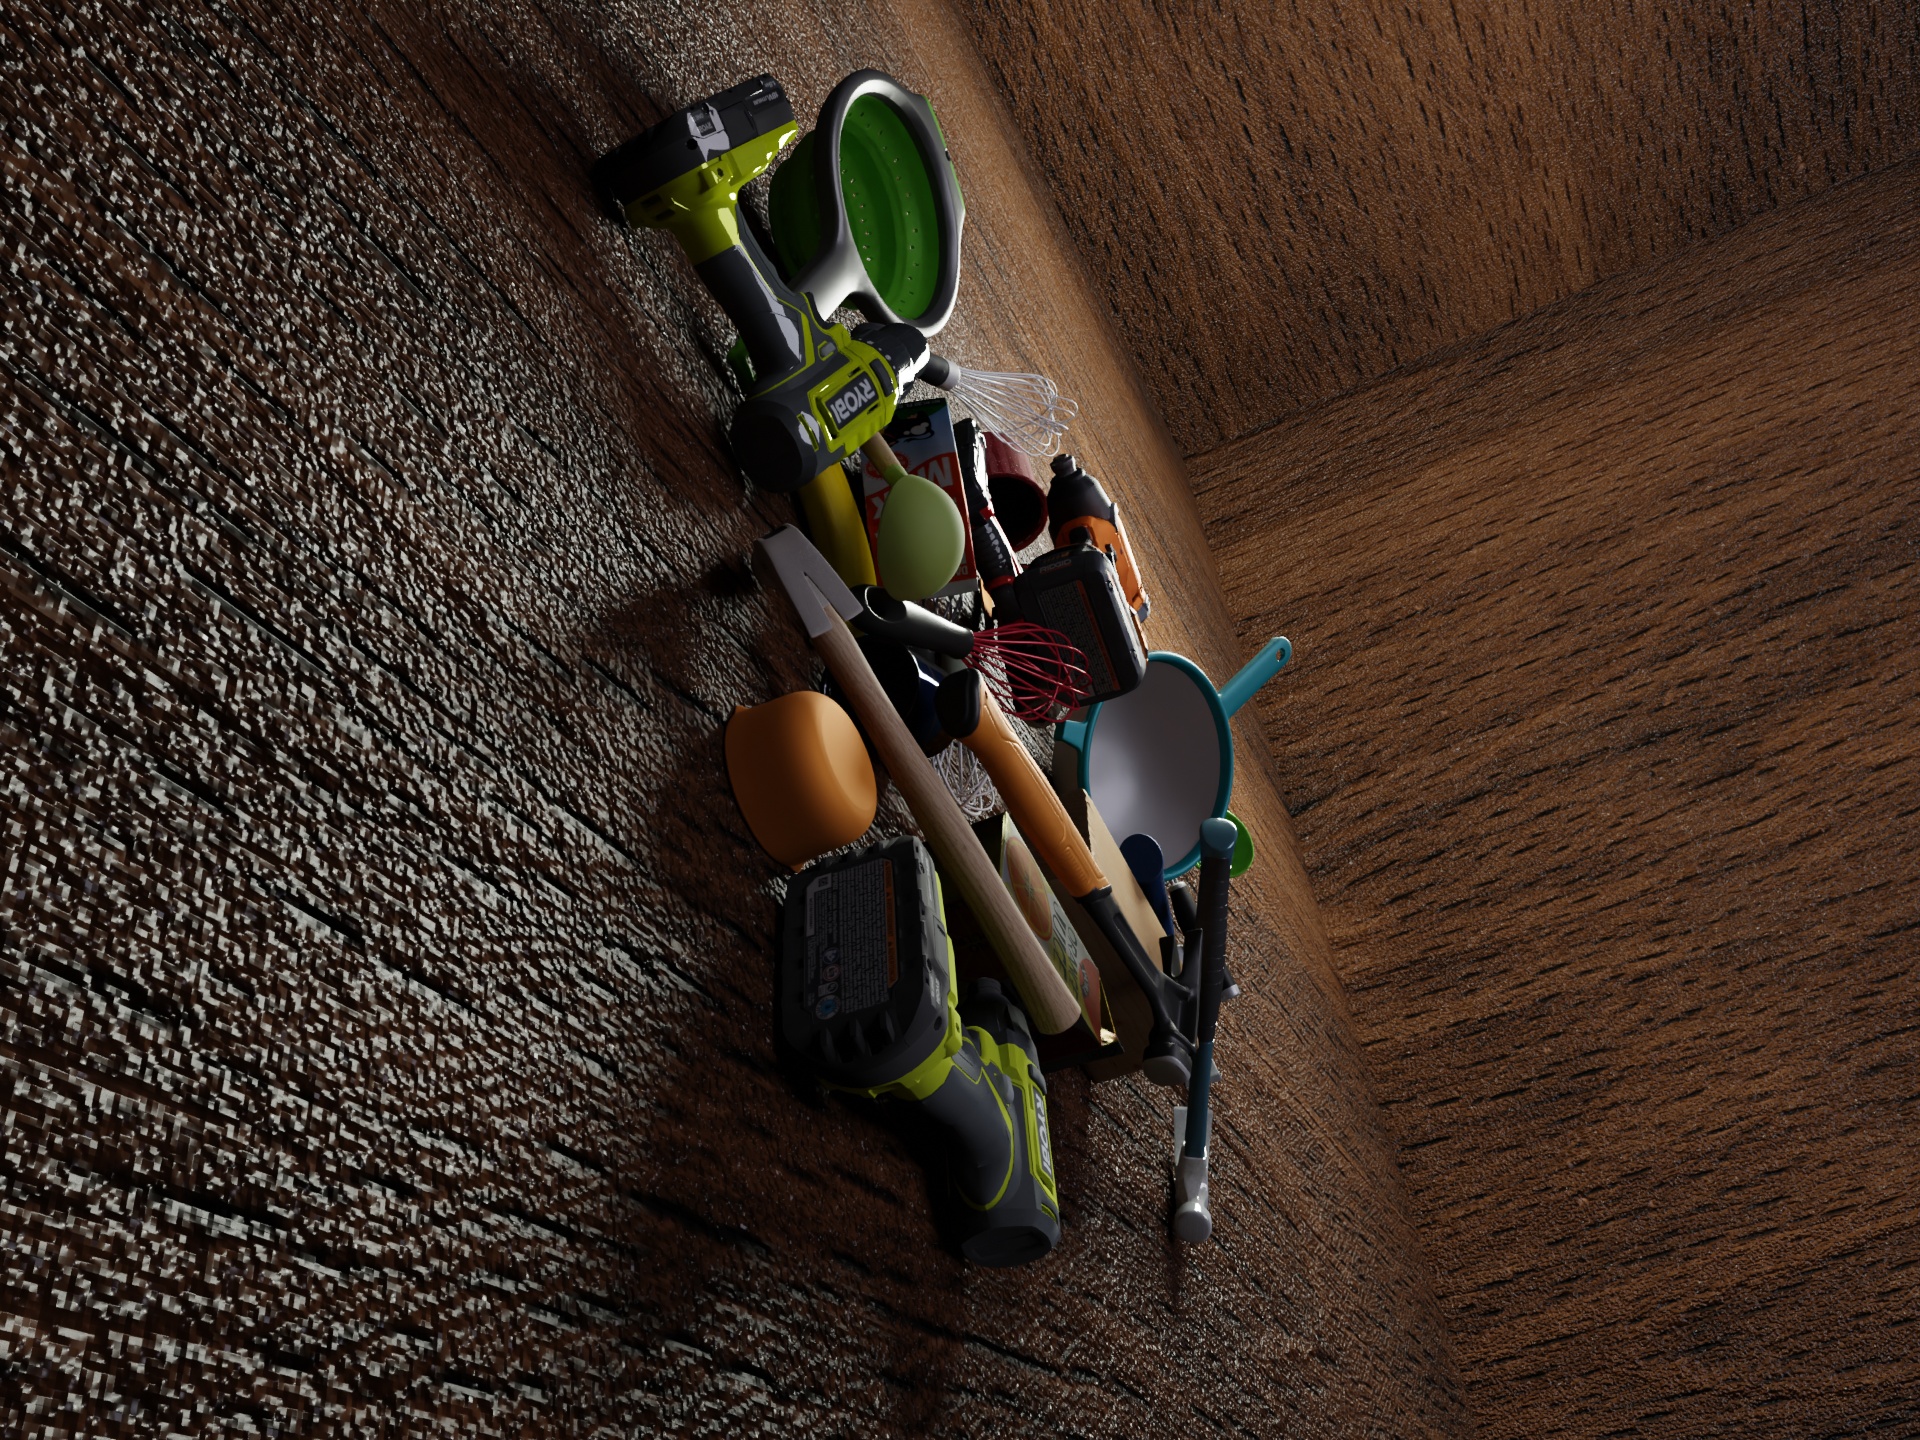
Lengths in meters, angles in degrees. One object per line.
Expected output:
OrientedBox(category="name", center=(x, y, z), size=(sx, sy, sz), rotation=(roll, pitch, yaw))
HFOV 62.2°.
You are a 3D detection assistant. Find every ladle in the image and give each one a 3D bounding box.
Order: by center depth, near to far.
OrientedBox(category="ladle", center=(-0.064, -0.176, 1.090), size=(0.320, 0.062, 0.078), rotation=(-121, -162, -54))

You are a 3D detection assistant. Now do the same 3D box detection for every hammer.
OrientedBox(category="hammer", center=(-0.023, 0.036, 0.905), size=(0.331, 0.031, 0.130), rotation=(59, -8, -8))
OrientedBox(category="hammer", center=(0.077, 0.090, 1.031), size=(0.336, 0.034, 0.127), rotation=(56, 31, -32))
OrientedBox(category="hammer", center=(0.199, 0.244, 1.296), size=(0.128, 0.033, 0.331), rotation=(-59, 152, -77))
OrientedBox(category="hammer", center=(0.184, 0.205, 1.399), size=(0.405, 0.035, 0.144), rotation=(65, 12, -59))

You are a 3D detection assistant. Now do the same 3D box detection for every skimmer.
OrientedBox(category="skimmer", center=(0.211, 0.101, 1.594), size=(0.127, 0.090, 0.363), rotation=(-5, 66, -53))

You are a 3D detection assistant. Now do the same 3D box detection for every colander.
OrientedBox(category="colander", center=(-0.112, -0.344, 1.190), size=(0.204, 0.094, 0.397), rotation=(68, 32, -32))

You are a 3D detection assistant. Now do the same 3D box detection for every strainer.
OrientedBox(category="strainer", center=(0.193, 0.009, 1.510), size=(0.340, 0.095, 0.210), rotation=(-39, 115, -37))

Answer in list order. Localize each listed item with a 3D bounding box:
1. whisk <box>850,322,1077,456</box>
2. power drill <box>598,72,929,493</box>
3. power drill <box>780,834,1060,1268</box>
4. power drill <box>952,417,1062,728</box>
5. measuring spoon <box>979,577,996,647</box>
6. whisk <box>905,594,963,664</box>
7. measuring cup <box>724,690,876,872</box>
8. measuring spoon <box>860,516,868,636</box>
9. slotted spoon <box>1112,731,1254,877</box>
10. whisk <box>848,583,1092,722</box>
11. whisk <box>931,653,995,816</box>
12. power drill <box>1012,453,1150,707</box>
OrientedBox(category="whisk", center=(0.006, -0.262, 1.238), size=(0.284, 0.070, 0.070), rotation=(8, 61, -56))
OrientedBox(category="power drill", center=(-0.111, -0.279, 1.011), size=(0.191, 0.080, 0.228), rotation=(-50, 119, -46))
OrientedBox(category="power drill", center=(-0.012, 0.170, 0.857), size=(0.171, 0.080, 0.223), rotation=(-95, 162, -45))
OrientedBox(category="power drill", center=(0.027, -0.117, 1.330), size=(0.226, 0.080, 0.188), rotation=(56, 20, -35))
OrientedBox(category="measuring spoon", center=(0.021, -0.097, 1.432), size=(0.021, 0.011, 0.117), rotation=(55, 17, -30))
OrientedBox(category="whisk", center=(-0.028, -0.040, 1.129), size=(0.055, 0.055, 0.239), rotation=(58, 24, -35))
OrientedBox(category="measuring cup", center=(-0.068, 0.026, 0.884), size=(0.095, 0.052, 0.173), rotation=(70, 18, 3))
OrientedBox(category="measuring spoon", center=(-0.066, -0.096, 1.107), size=(0.042, 0.021, 0.129), rotation=(32, 38, -65))
OrientedBox(category="slotted spoon", center=(0.170, 0.036, 1.554), size=(0.313, 0.070, 0.031), rotation=(46, -23, -8))
OrientedBox(category="whisk", center=(0.010, -0.049, 1.099), size=(0.295, 0.073, 0.073), rotation=(18, 52, -56))
OrientedBox(category="whisk", center=(-0.002, -0.004, 1.168), size=(0.057, 0.059, 0.247), rotation=(43, 20, -22))
OrientedBox(category="power drill", center=(0.101, -0.122, 1.314), size=(0.227, 0.084, 0.164), rotation=(-70, 141, -65))
